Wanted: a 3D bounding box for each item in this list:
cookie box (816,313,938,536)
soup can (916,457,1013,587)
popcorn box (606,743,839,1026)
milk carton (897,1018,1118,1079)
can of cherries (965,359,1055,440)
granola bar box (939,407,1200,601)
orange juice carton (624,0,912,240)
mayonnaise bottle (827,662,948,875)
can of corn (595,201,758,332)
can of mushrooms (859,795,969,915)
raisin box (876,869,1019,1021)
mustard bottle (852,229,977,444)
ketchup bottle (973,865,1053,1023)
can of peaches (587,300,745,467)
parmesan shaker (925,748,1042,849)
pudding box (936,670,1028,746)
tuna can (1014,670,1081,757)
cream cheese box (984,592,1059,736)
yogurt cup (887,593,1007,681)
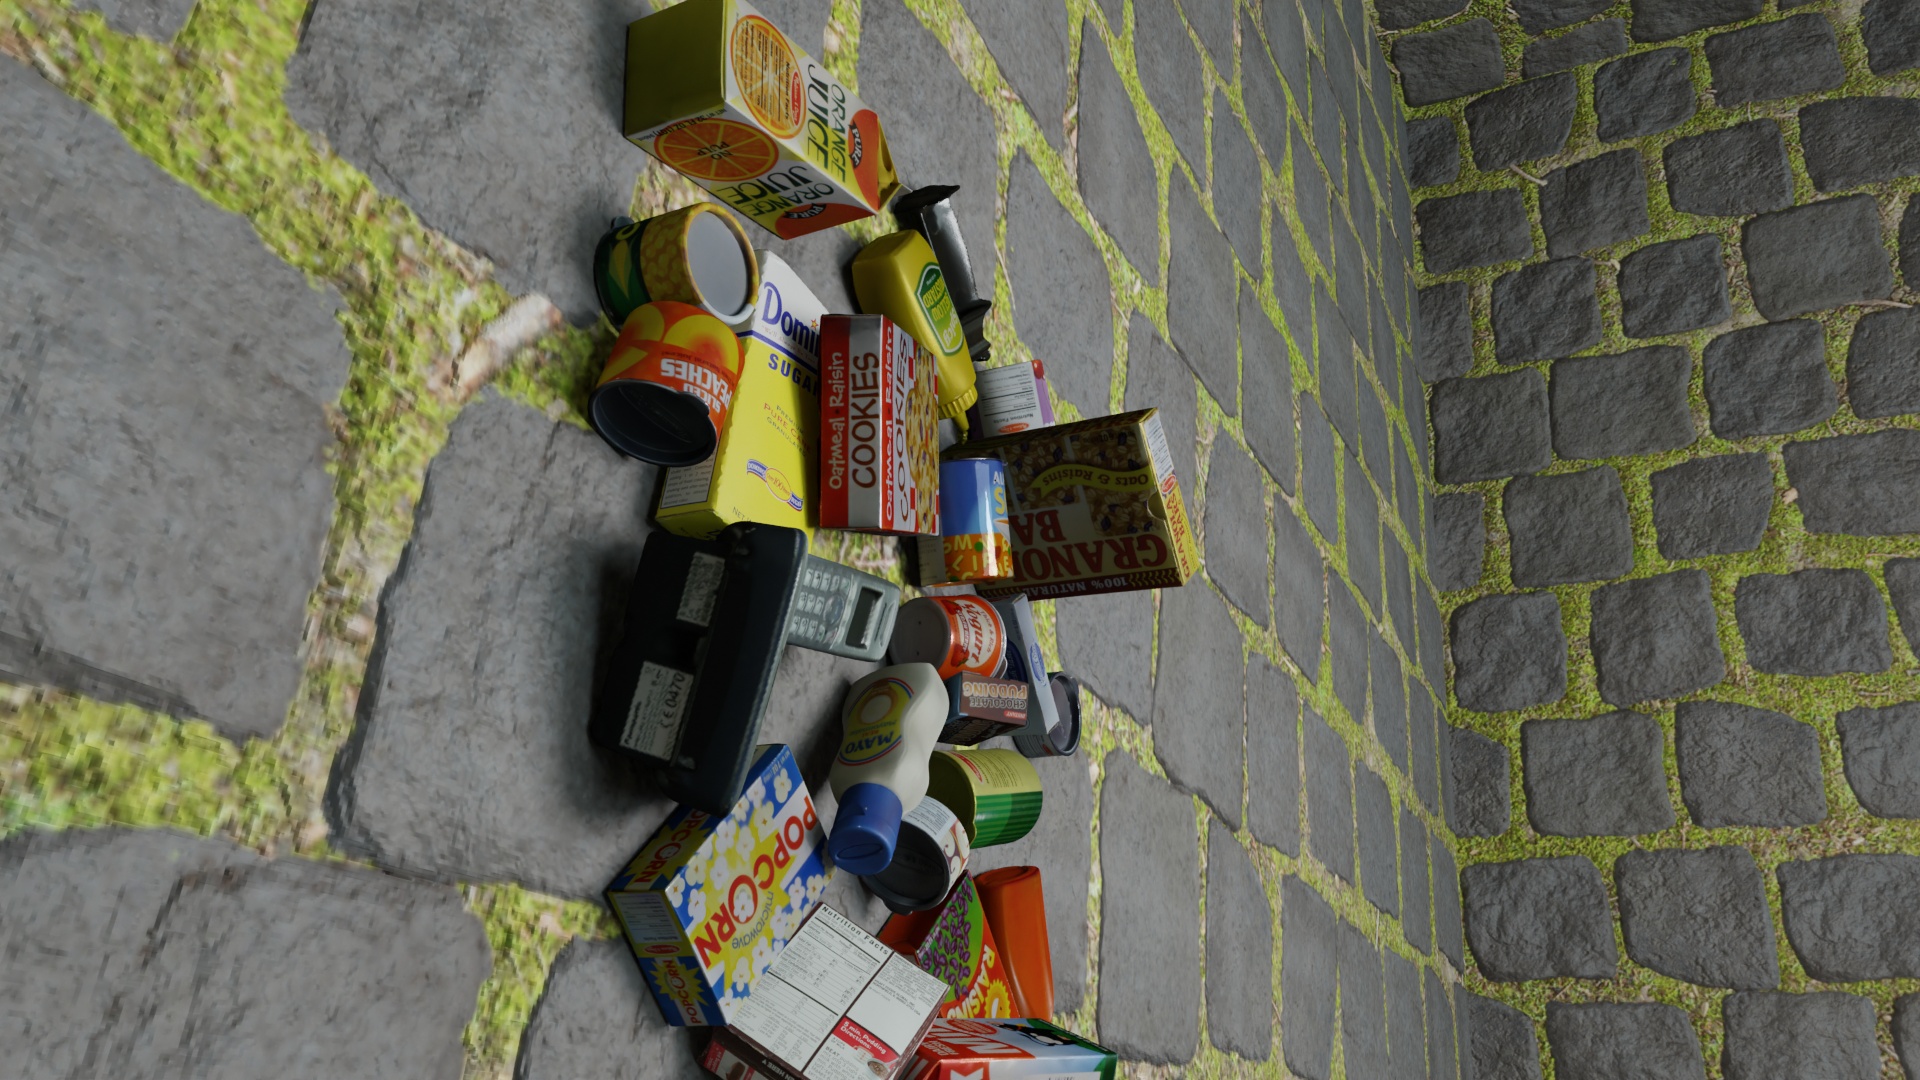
[{"bbox_3d":[-0.048,-0.065,0.860,0.167,0.040,0.123,7,82,-80],"label":"cookie box"},{"bbox_3d":[0.003,-0.012,0.969,0.071,0.071,0.084,2,81,-62],"label":"soup can"},{"bbox_3d":[-0.118,0.175,0.720,0.127,0.038,0.085,-50,126,-55],"label":"popcorn box"},{"bbox_3d":[-0.002,0.324,0.807,0.190,0.072,0.073,17,82,-41],"label":"milk carton"},{"bbox_3d":[0.035,-0.104,1.064,0.072,0.071,0.058,-23,101,-61],"label":"can of cherries"},{"bbox_3d":[0.076,-0.021,1.006,0.039,0.165,0.124,-41,118,-55],"label":"granola bar box"},{"bbox_3d":[-0.107,-0.239,0.828,0.192,0.071,0.073,23,63,-58],"label":"orange juice carton"},{"bbox_3d":[-0.046,0.131,0.813,0.149,0.064,0.041,-78,147,-59],"label":"mayonnaise bottle"},{"bbox_3d":[-0.149,-0.143,0.735,0.071,0.058,0.071,27,59,-57],"label":"can of corn"},{"bbox_3d":[-0.031,0.192,0.852,0.033,0.071,0.071,-44,120,-58],"label":"can of mushrooms"},{"bbox_3d":[-0.007,0.287,0.893,0.086,0.040,0.123,-46,123,-57],"label":"raisin box"},{"bbox_3d":[-0.023,-0.137,0.979,0.159,0.049,0.066,65,34,-28],"label":"mustard bottle"},{"bbox_3d":[0.040,0.307,0.971,0.065,0.043,0.149,-1,83,-61],"label":"ketchup bottle"},{"bbox_3d":[-0.147,-0.081,0.708,0.071,0.071,0.058,53,38,-42],"label":"can of peaches"},{"bbox_3d":[0.006,0.174,0.919,0.103,0.071,0.071,15,69,-61],"label":"parmesan shaker"},{"bbox_3d":[0.003,0.111,0.906,0.050,0.083,0.030,13,67,-23],"label":"pudding box"},{"bbox_3d":[0.067,0.134,1.084,0.071,0.033,0.071,26,59,-57],"label":"tuna can"},{"bbox_3d":[0.033,0.091,1.011,0.024,0.053,0.103,-35,113,-57],"label":"cream cheese box"},{"bbox_3d":[-0.012,0.067,0.926,0.054,0.072,0.072,13,71,-52],"label":"yogurt cup"}]
